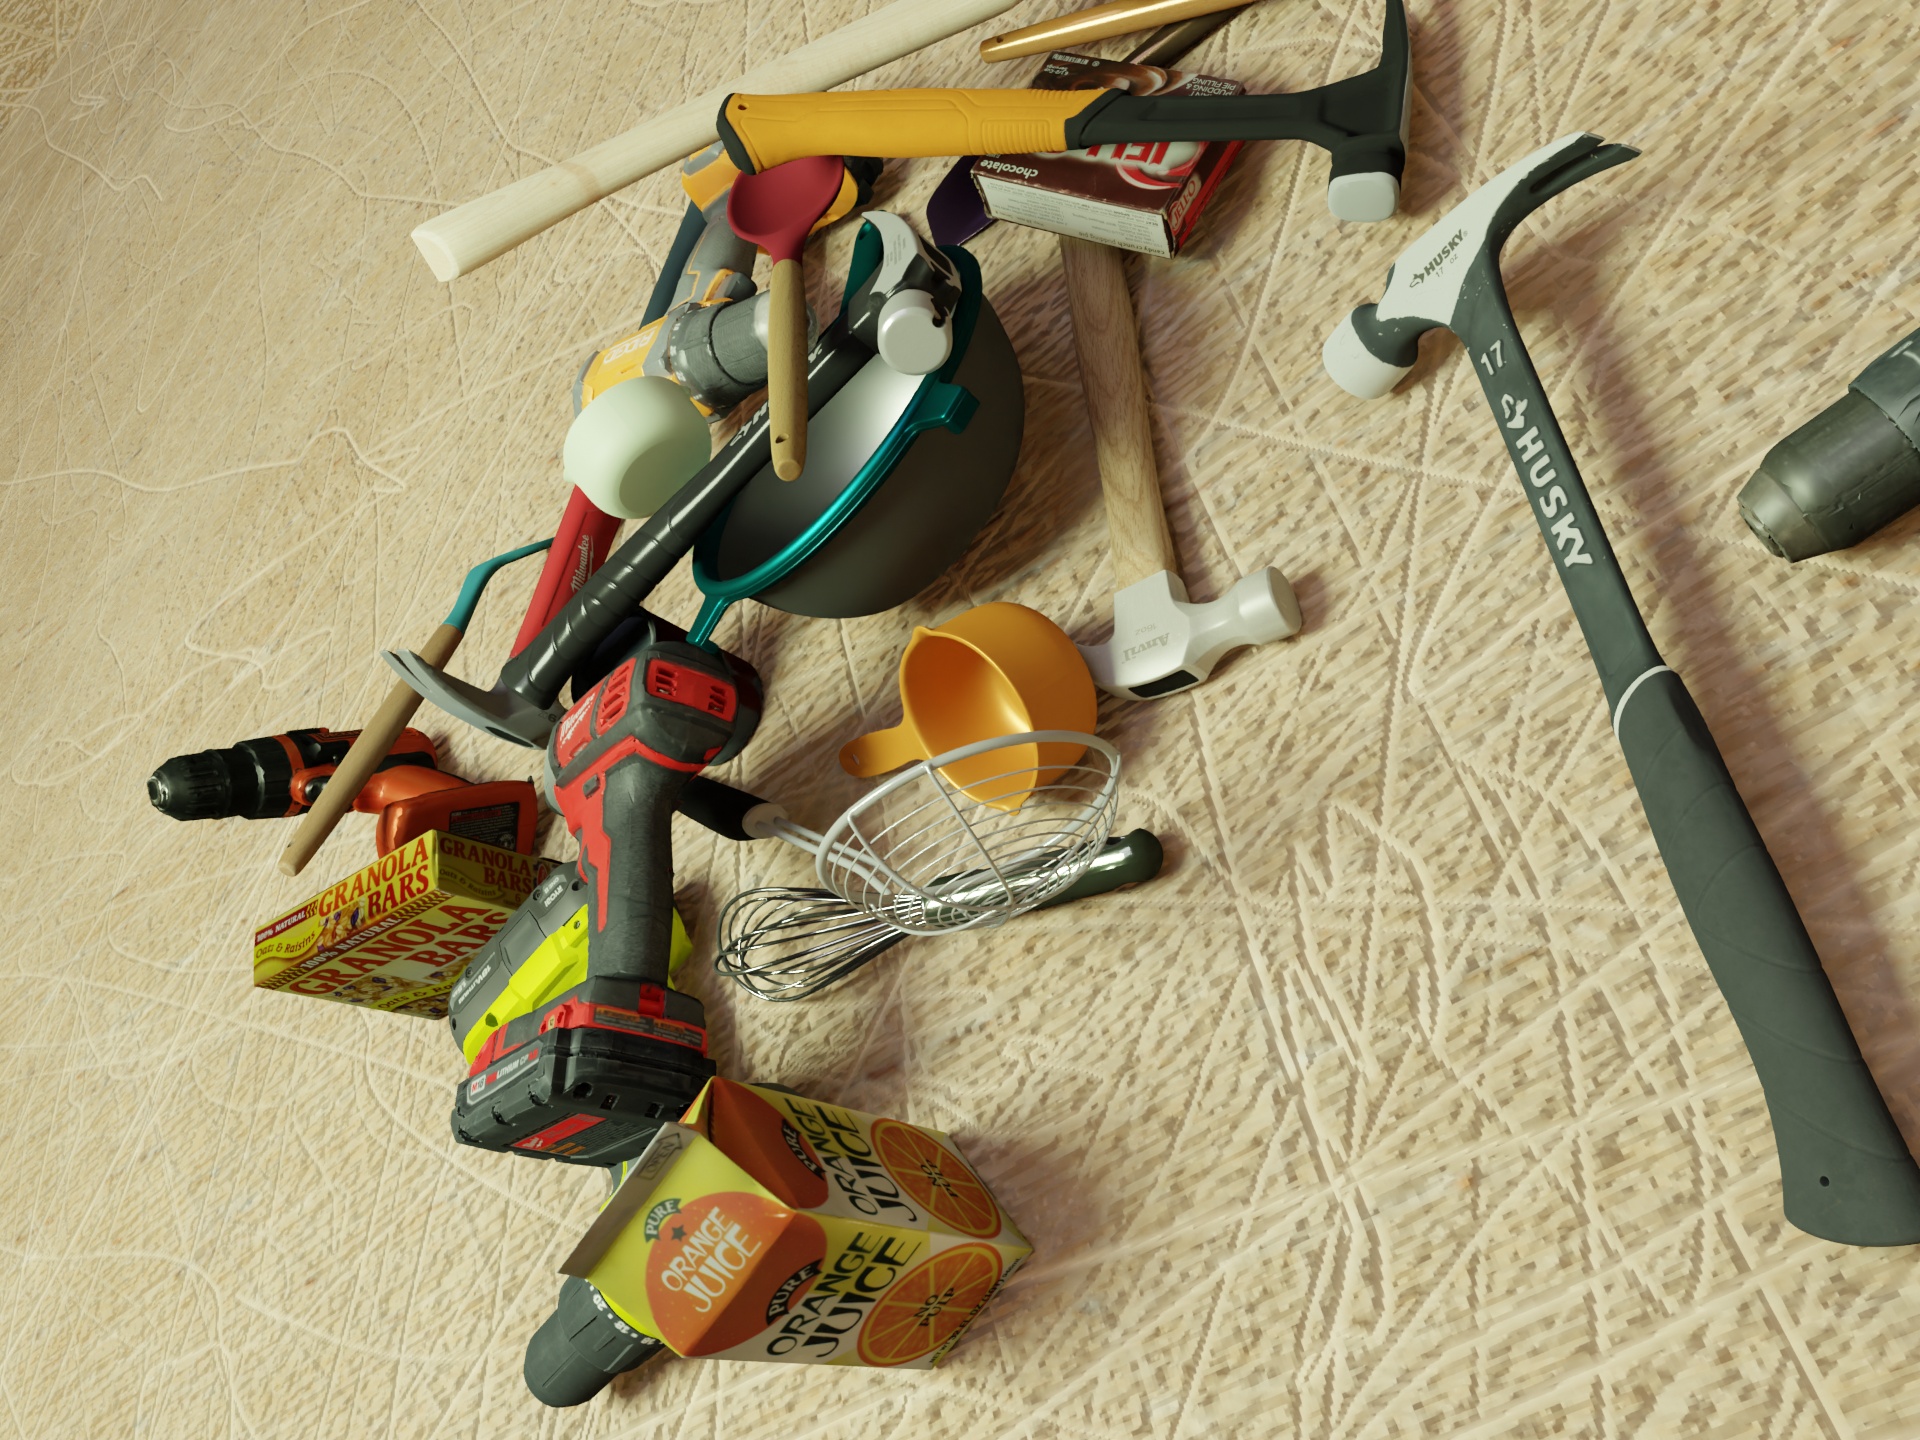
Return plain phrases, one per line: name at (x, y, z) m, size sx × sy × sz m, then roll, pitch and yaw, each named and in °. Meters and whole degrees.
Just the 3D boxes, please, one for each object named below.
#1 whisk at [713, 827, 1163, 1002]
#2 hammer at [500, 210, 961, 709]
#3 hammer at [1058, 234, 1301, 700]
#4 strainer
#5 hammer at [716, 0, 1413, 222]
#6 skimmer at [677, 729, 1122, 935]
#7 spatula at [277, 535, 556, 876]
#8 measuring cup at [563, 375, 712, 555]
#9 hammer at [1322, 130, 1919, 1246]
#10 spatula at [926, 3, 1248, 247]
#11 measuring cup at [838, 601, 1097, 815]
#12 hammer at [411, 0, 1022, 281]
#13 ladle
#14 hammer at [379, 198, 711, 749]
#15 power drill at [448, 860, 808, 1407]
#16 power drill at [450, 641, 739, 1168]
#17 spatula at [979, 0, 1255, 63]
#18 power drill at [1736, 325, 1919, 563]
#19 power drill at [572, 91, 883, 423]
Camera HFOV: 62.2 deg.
whisk at (-0.018, 0.087, 0.736) m, size 0.246 × 0.058 × 0.059 m, roll -18°, pitch 94°, yaw 29°
hammer at (-0.124, -0.116, 0.791) m, size 0.334 × 0.035 × 0.146 m, roll -41°, pitch 30°, yaw 26°
hammer at (0.074, -0.159, 0.780) m, size 0.130 × 0.031 × 0.332 m, roll -24°, pitch 56°, yaw 30°
strainer at (-0.032, -0.168, 0.847) m, size 0.211 × 0.095 × 0.341 m, roll -38°, pitch 30°, yaw 30°
hammer at (0.043, -0.296, 0.767) m, size 0.337 × 0.034 × 0.127 m, roll 4°, pitch 65°, yaw 15°
skimmer at (-0.064, 0.028, 0.738) m, size 0.363 × 0.127 × 0.090 m, roll 12°, pitch 104°, yaw 57°
spatula at (-0.306, -0.027, 0.946) m, size 0.082 × 0.044 × 0.318 m, roll -13°, pitch 40°, yaw 34°
measuring cup at (-0.159, -0.123, 0.882) m, size 0.083 × 0.167 × 0.038 m, roll -38°, pitch 65°, yaw -6°
hammer at (0.236, -0.025, 0.554) m, size 0.149 × 0.036 × 0.409 m, roll -49°, pitch 45°, yaw 50°
spatula at (0.102, -0.359, 0.856) m, size 0.316 × 0.018 × 0.060 m, roll -29°, pitch 58°, yaw 28°
measuring cup at (-0.001, -0.002, 0.755) m, size 0.173 × 0.052 × 0.095 m, roll -20°, pitch 100°, yaw 58°
hammer at (-0.109, -0.344, 0.871) m, size 0.410 × 0.038 × 0.146 m, roll -23°, pitch 32°, yaw 5°
ladle at (-0.080, -0.200, 0.744) m, size 0.069 × 0.031 × 0.316 m, roll -23°, pitch 39°, yaw 13°
hammer at (-0.221, -0.173, 0.973) m, size 0.038 × 0.143 × 0.386 m, roll 0°, pitch 67°, yaw 42°
power drill at (-0.174, 0.201, 0.794) m, size 0.190 × 0.080 × 0.229 m, roll -47°, pitch 51°, yaw 12°
power drill at (-0.164, 0.083, 0.731) m, size 0.143 × 0.078 × 0.220 m, roll -32°, pitch 47°, yaw 44°
spatula at (0.148, -0.376, 0.793) m, size 0.323 × 0.041 × 0.081 m, roll -1°, pitch 71°, yaw 31°
power drill at (0.363, -0.060, 0.462) m, size 0.188 × 0.080 × 0.227 m, roll -38°, pitch 48°, yaw 21°
power drill at (-0.121, -0.267, 0.921) m, size 0.185 × 0.084 × 0.226 m, roll -8°, pitch 53°, yaw 46°
